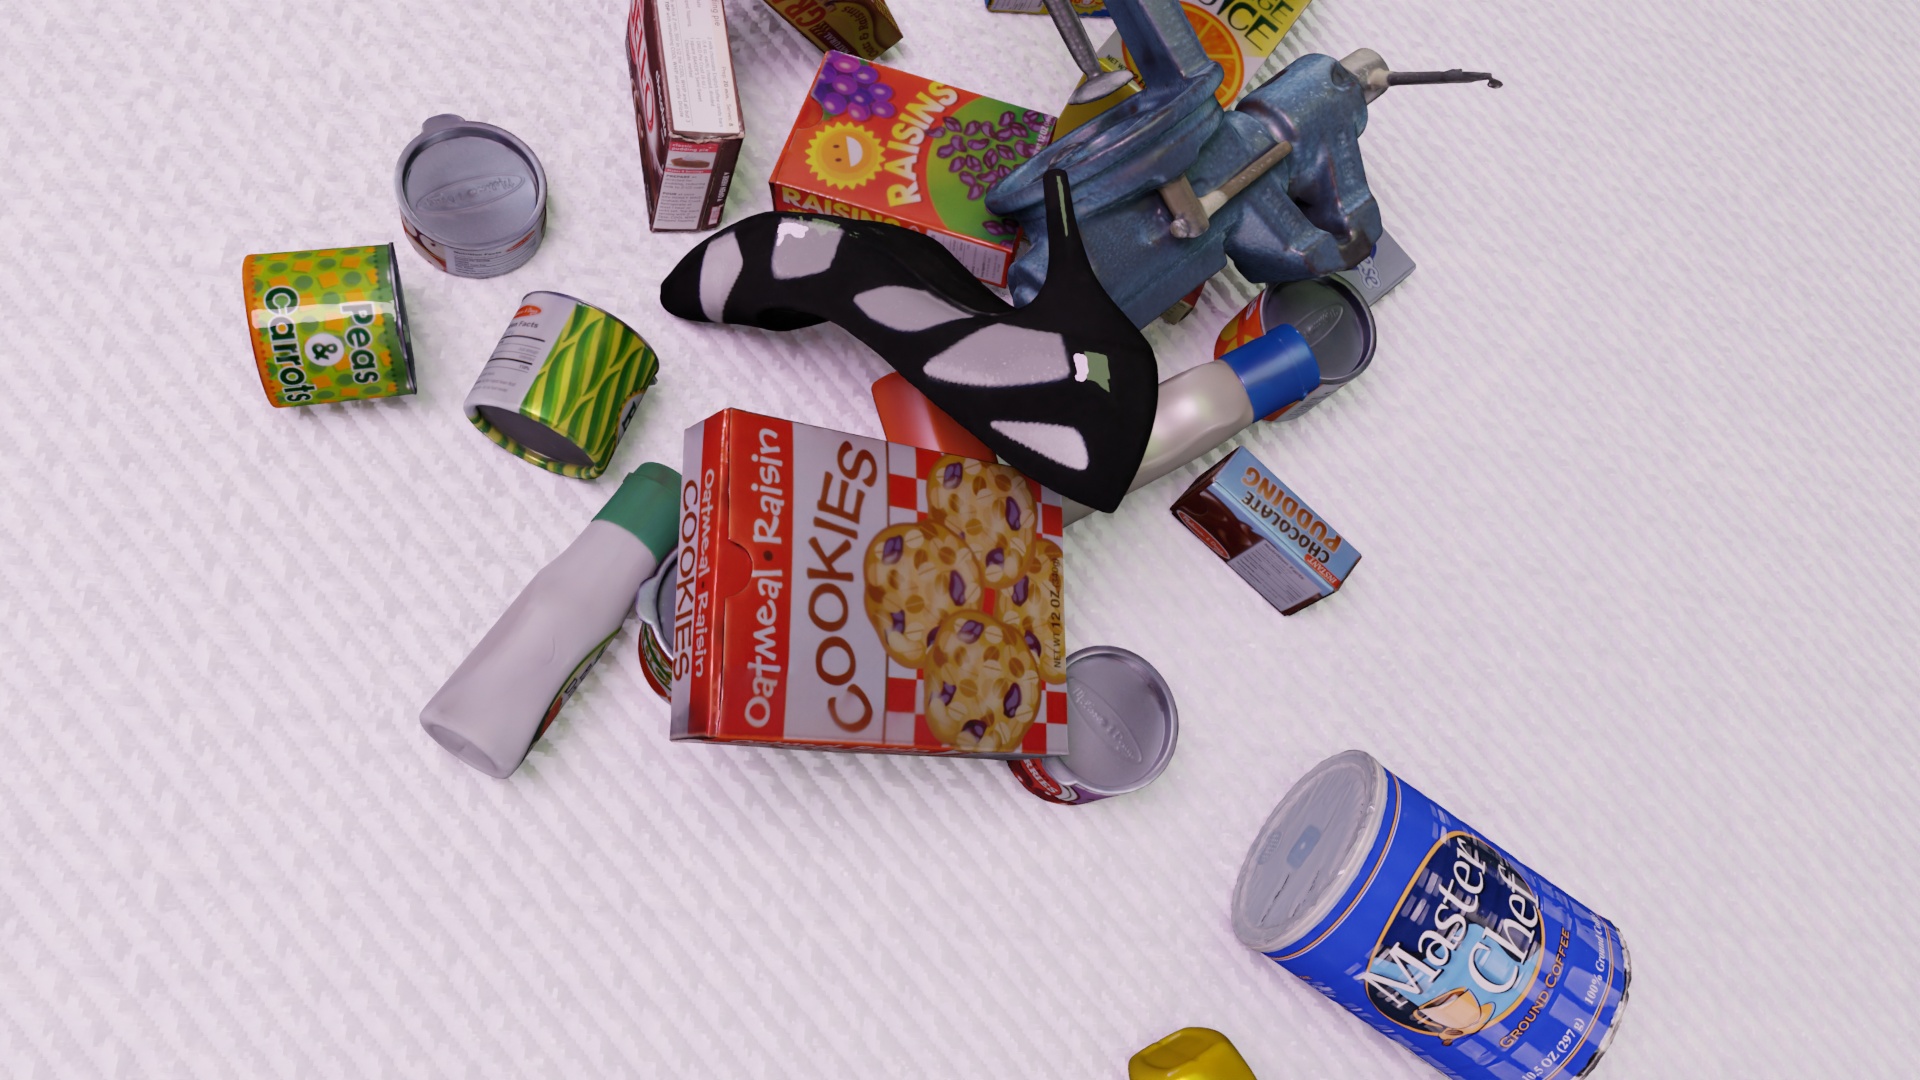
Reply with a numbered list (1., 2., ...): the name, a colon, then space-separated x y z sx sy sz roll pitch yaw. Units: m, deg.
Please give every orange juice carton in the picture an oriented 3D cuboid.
1. orange juice carton: 0.136 -0.280 0.768 0.072 0.072 0.193 37 66 -2

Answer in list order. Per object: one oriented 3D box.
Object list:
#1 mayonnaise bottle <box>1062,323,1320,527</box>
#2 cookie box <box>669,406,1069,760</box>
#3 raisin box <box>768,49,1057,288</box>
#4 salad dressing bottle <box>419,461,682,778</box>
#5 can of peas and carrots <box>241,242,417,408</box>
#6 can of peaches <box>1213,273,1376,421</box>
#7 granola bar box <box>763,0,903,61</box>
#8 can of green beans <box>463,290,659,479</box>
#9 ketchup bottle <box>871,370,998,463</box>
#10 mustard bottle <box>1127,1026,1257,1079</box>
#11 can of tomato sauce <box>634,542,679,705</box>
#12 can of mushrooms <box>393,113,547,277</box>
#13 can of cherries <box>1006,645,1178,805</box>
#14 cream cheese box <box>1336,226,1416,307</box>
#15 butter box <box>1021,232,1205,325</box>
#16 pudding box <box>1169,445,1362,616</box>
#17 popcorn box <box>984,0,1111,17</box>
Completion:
1. mayonnaise bottle: 0.100 -0.056 0.670 0.148 0.064 0.041 -28 81 -2
2. cookie box: -0.031 0.023 0.558 0.167 0.040 0.123 10 73 -36
3. raisin box: -0.023 -0.187 0.697 0.123 0.040 0.086 17 70 3
4. salad dressing bottle: -0.164 0.029 0.591 0.044 0.064 0.148 39 59 -10
5. can of peas and carrots: -0.267 -0.091 0.591 0.059 0.070 0.071 -9 76 -18
6. can of peaches: 0.173 -0.104 0.731 0.071 0.058 0.071 5 72 -14
7. granola bar box: -0.096 -0.310 0.666 0.039 0.165 0.124 -29 80 16
8. can of green beans: -0.175 -0.067 0.613 0.071 0.071 0.058 25 69 -8
9. ketchup bottle: 0.002 -0.008 0.652 0.043 0.065 0.149 -20 81 24
10. mustard bottle: 0.125 0.291 0.592 0.049 0.065 0.160 -24 87 -16
11. can of tomato sauce: -0.104 0.037 0.591 0.071 0.082 0.071 5 72 -15
12. can of mushrooms: -0.227 -0.160 0.645 0.071 0.033 0.071 4 73 -14
13. can of cherries: 0.056 0.087 0.636 0.071 0.058 0.071 5 73 -16
14. cream cheese box: 0.202 -0.175 0.780 0.053 0.024 0.104 -39 87 -23
15. butter box: 0.085 -0.163 0.742 0.103 0.024 0.053 27 68 -6
16. pudding box: 0.152 -0.004 0.698 0.084 0.049 0.030 42 66 0
17. popcorn box: 0.050 -0.361 0.787 0.085 0.038 0.127 -4 75 -16
